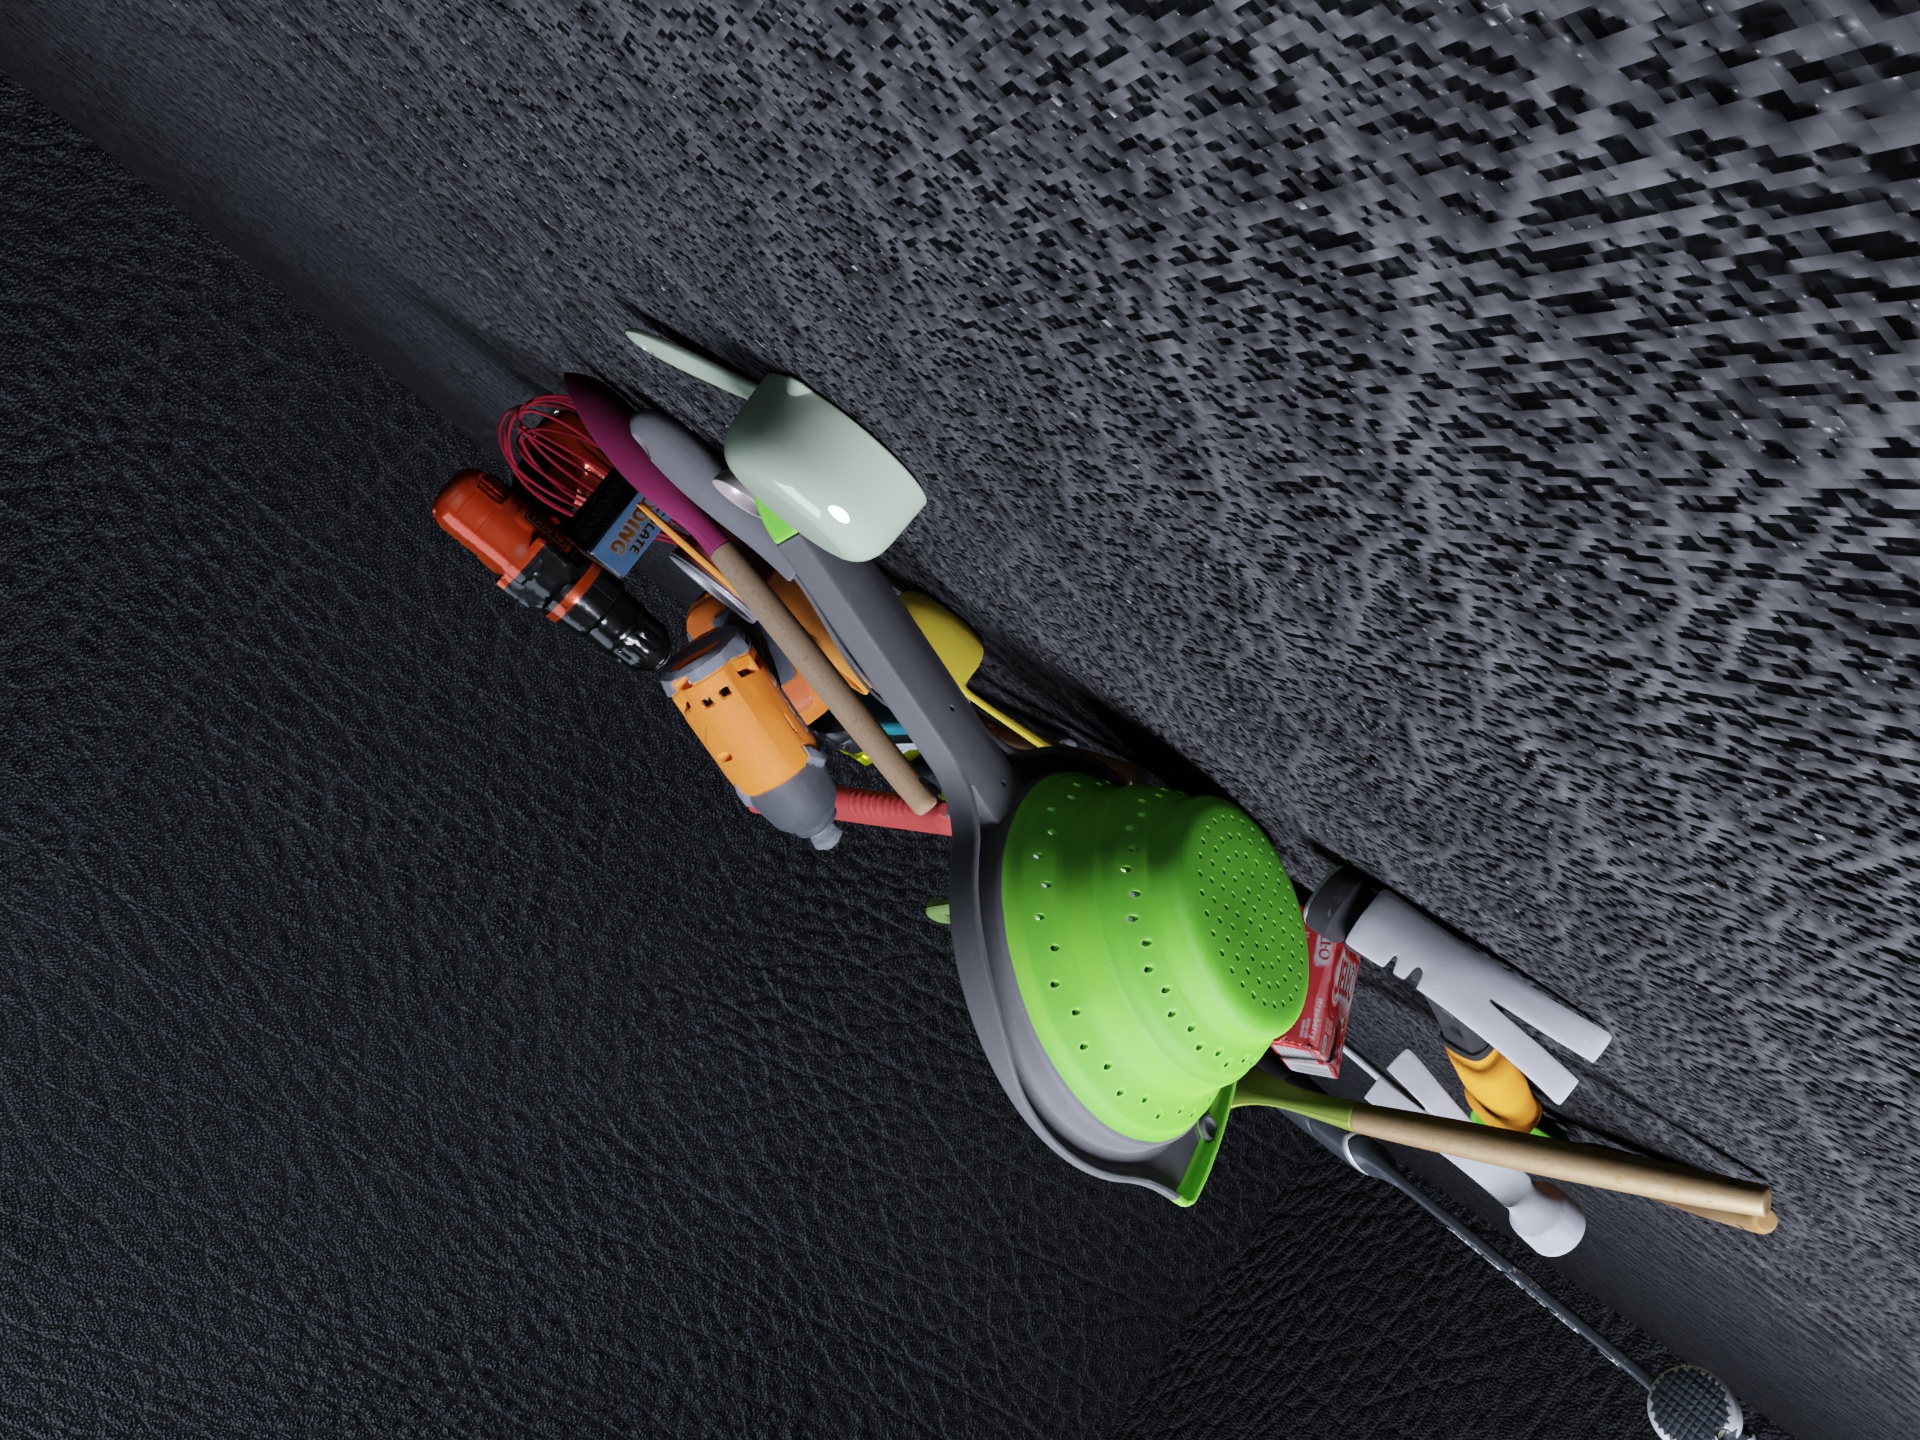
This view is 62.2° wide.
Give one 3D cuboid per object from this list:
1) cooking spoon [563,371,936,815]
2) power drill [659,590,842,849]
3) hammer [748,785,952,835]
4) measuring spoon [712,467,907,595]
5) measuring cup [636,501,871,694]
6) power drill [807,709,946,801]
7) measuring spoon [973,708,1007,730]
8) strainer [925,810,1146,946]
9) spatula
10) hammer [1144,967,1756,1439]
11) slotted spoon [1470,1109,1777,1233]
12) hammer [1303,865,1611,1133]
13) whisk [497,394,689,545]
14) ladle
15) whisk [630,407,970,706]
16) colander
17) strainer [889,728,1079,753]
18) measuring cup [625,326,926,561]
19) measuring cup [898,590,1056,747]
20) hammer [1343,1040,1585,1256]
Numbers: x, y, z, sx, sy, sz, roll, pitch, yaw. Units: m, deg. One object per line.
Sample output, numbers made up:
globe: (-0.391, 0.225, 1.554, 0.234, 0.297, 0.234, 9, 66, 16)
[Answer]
cooking spoon: (-0.116, -0.075, 0.875, 0.319, 0.017, 0.068, 51, -161, 9)
power drill: (-0.132, -0.011, 1.109, 0.164, 0.084, 0.227, 58, -172, -19)
hammer: (-0.021, 0.076, 1.211, 0.359, 0.037, 0.149, 5, 152, 38)
measuring spoon: (-0.072, -0.098, 0.831, 0.124, 0.018, 0.034, 31, 171, -7)
measuring cup: (-0.108, -0.088, 0.934, 0.173, 0.052, 0.095, 40, 175, -6)
power drill: (-0.035, 0.023, 1.310, 0.228, 0.080, 0.191, 37, 175, -32)
measuring spoon: (0.015, -0.005, 1.081, 0.116, 0.011, 0.021, 35, 170, -16)
strainer: (0.056, 0.090, 1.007, 0.151, 0.069, 0.256, 30, 156, -23)
spatula: (-0.001, -0.003, 0.943, 0.082, 0.044, 0.318, 19, 176, -39)
hammer: (0.236, 0.245, 0.856, 0.409, 0.036, 0.149, 37, 175, 43)
slotted spoon: (0.354, 0.241, 0.862, 0.070, 0.031, 0.313, 37, 173, 3)
hammer: (0.258, 0.163, 0.773, 0.127, 0.034, 0.336, 35, 175, 33)
whisk: (-0.175, -0.125, 1.047, 0.296, 0.073, 0.073, 32, 175, 0)
ladle: (0.217, 0.208, 0.769, 0.320, 0.062, 0.078, 2, -164, 41)
whisk: (-0.087, -0.086, 0.865, 0.239, 0.055, 0.055, 42, 175, -4)
colander: (0.049, 0.033, 0.703, 0.094, 0.205, 0.397, -24, 108, 34)
strainer: (0.009, 0.011, 1.006, 0.086, 0.050, 0.258, -2, -176, -29)
measuring cup: (-0.086, -0.111, 0.617, 0.168, 0.038, 0.083, 32, 173, 32)
measuring cup: (0.026, -0.014, 0.818, 0.156, 0.029, 0.062, 35, 175, -5)
hammer: (0.227, 0.191, 1.010, 0.144, 0.035, 0.406, 42, 179, -19)
